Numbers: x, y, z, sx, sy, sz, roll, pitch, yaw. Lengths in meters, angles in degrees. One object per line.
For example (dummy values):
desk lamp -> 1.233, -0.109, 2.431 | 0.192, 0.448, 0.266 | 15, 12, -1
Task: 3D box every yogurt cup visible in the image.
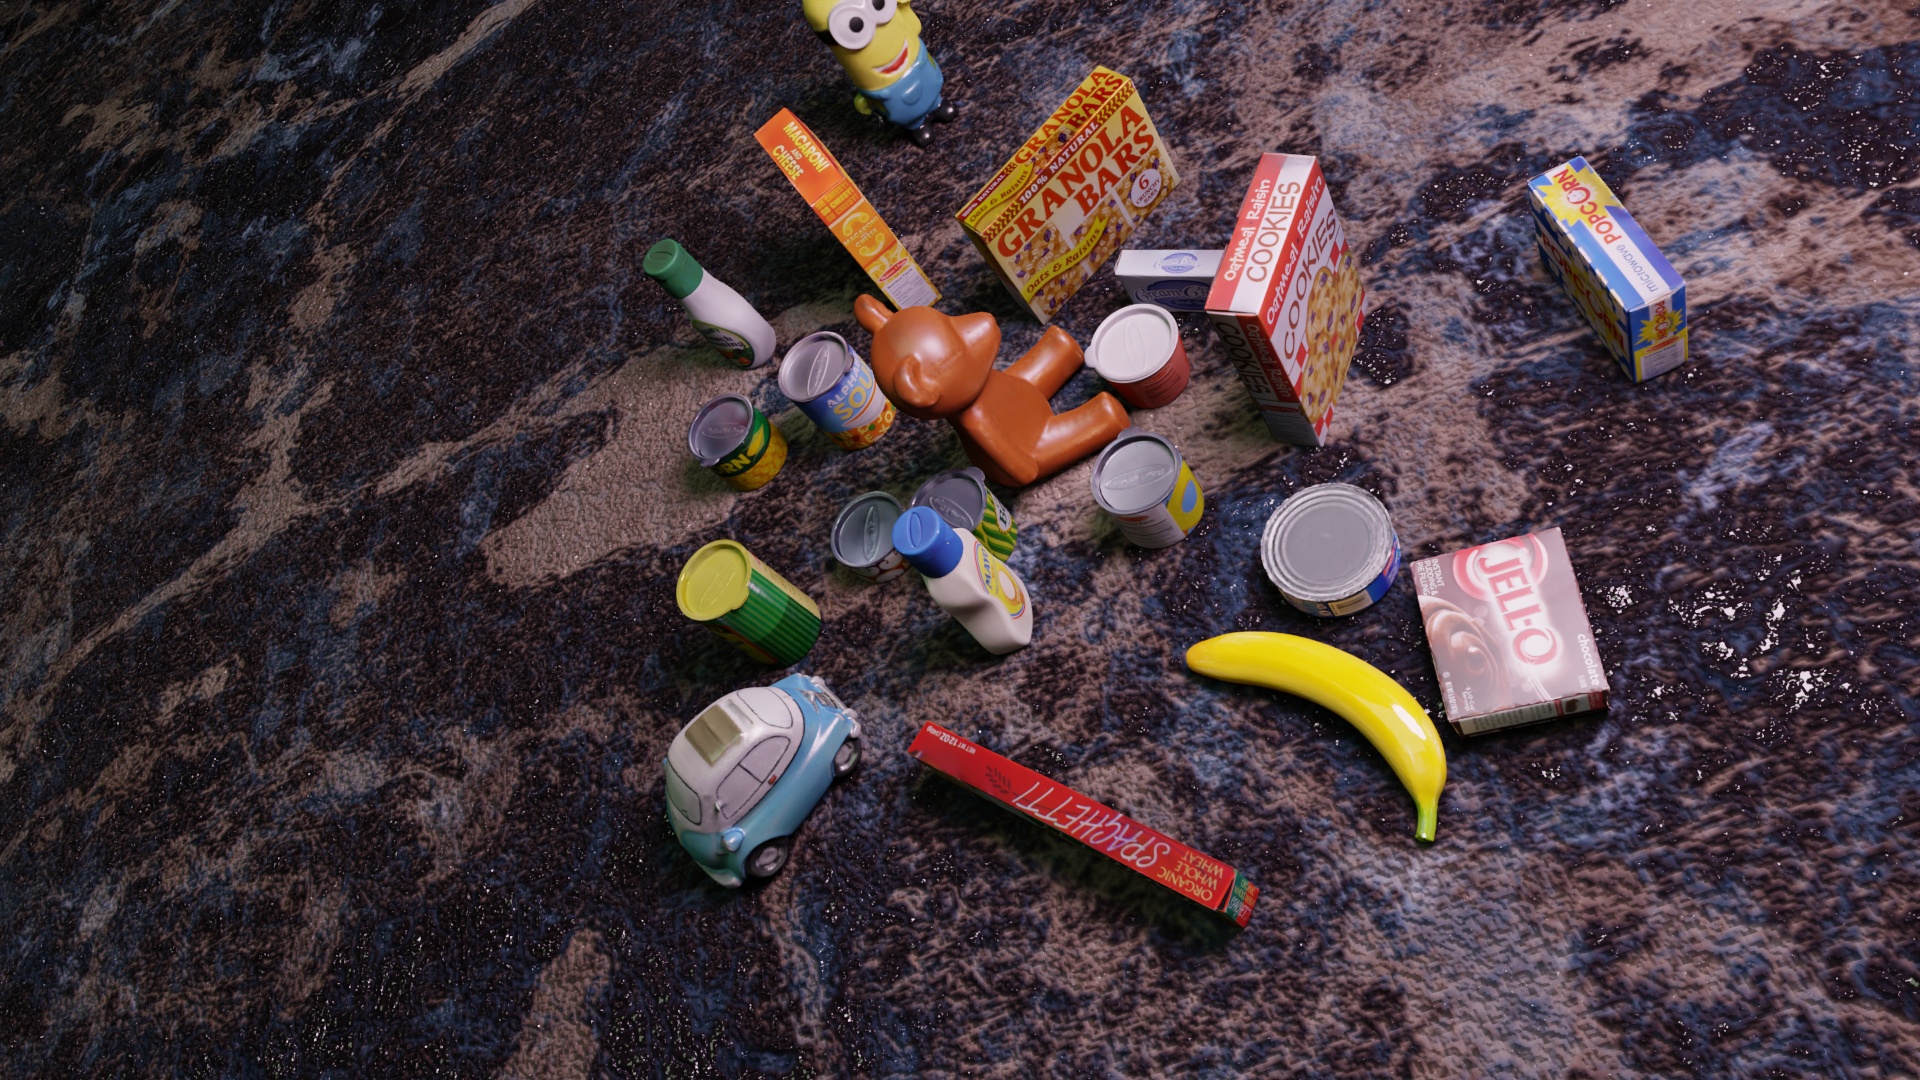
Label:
yogurt cup -> 0.138, -0.135, 1.040 | 0.072, 0.054, 0.073 | -13, 58, 22

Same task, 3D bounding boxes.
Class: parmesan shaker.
parmesan shaker -> -0.159, 0.052, 1.068 | 0.071, 0.103, 0.071 | -13, 58, 23

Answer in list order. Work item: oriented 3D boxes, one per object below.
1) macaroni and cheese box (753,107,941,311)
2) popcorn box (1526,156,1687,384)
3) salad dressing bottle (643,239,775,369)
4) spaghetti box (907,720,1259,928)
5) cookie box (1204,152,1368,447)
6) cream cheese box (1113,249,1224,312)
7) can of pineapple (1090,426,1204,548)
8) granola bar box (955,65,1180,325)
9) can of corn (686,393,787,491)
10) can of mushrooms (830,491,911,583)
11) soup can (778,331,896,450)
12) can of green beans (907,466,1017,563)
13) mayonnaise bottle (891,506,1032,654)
macaroni and cheese box -> -0.093, -0.274, 1.176 | 0.040, 0.166, 0.124 | -39, 52, 5
popcorn box -> 0.414, -0.173, 0.888 | 0.038, 0.085, 0.127 | -28, 54, 14
salad dressing bottle -> -0.220, -0.207, 1.220 | 0.064, 0.147, 0.044 | 11, 70, 33
spaghetti box -> 0.074, 0.180, 0.899 | 0.250, 0.050, 0.029 | 20, 75, 36
cookie box -> 0.223, -0.158, 0.934 | 0.040, 0.167, 0.123 | 10, 69, 33
cream cheese box -> 0.174, -0.197, 1.055 | 0.104, 0.053, 0.024 | 7, 68, 32
can of pineapple -> 0.134, -0.037, 0.984 | 0.071, 0.057, 0.071 | -13, 58, 22
granola bar box -> 0.087, -0.271, 1.101 | 0.165, 0.124, 0.039 | -47, 52, -1
can of corn -> -0.191, -0.081, 1.190 | 0.071, 0.058, 0.071 | -13, 58, 22
can of mushrooms -> -0.064, -0.002, 1.090 | 0.071, 0.033, 0.071 | -13, 58, 22
soup can -> -0.098, -0.122, 1.145 | 0.071, 0.083, 0.071 | -13, 58, 23
can of green beans -> 0.002, -0.012, 1.043 | 0.071, 0.057, 0.071 | -13, 58, 22
mayonnaise bottle -> 0.003, 0.025, 0.964 | 0.041, 0.147, 0.065 | -20, 56, 19
